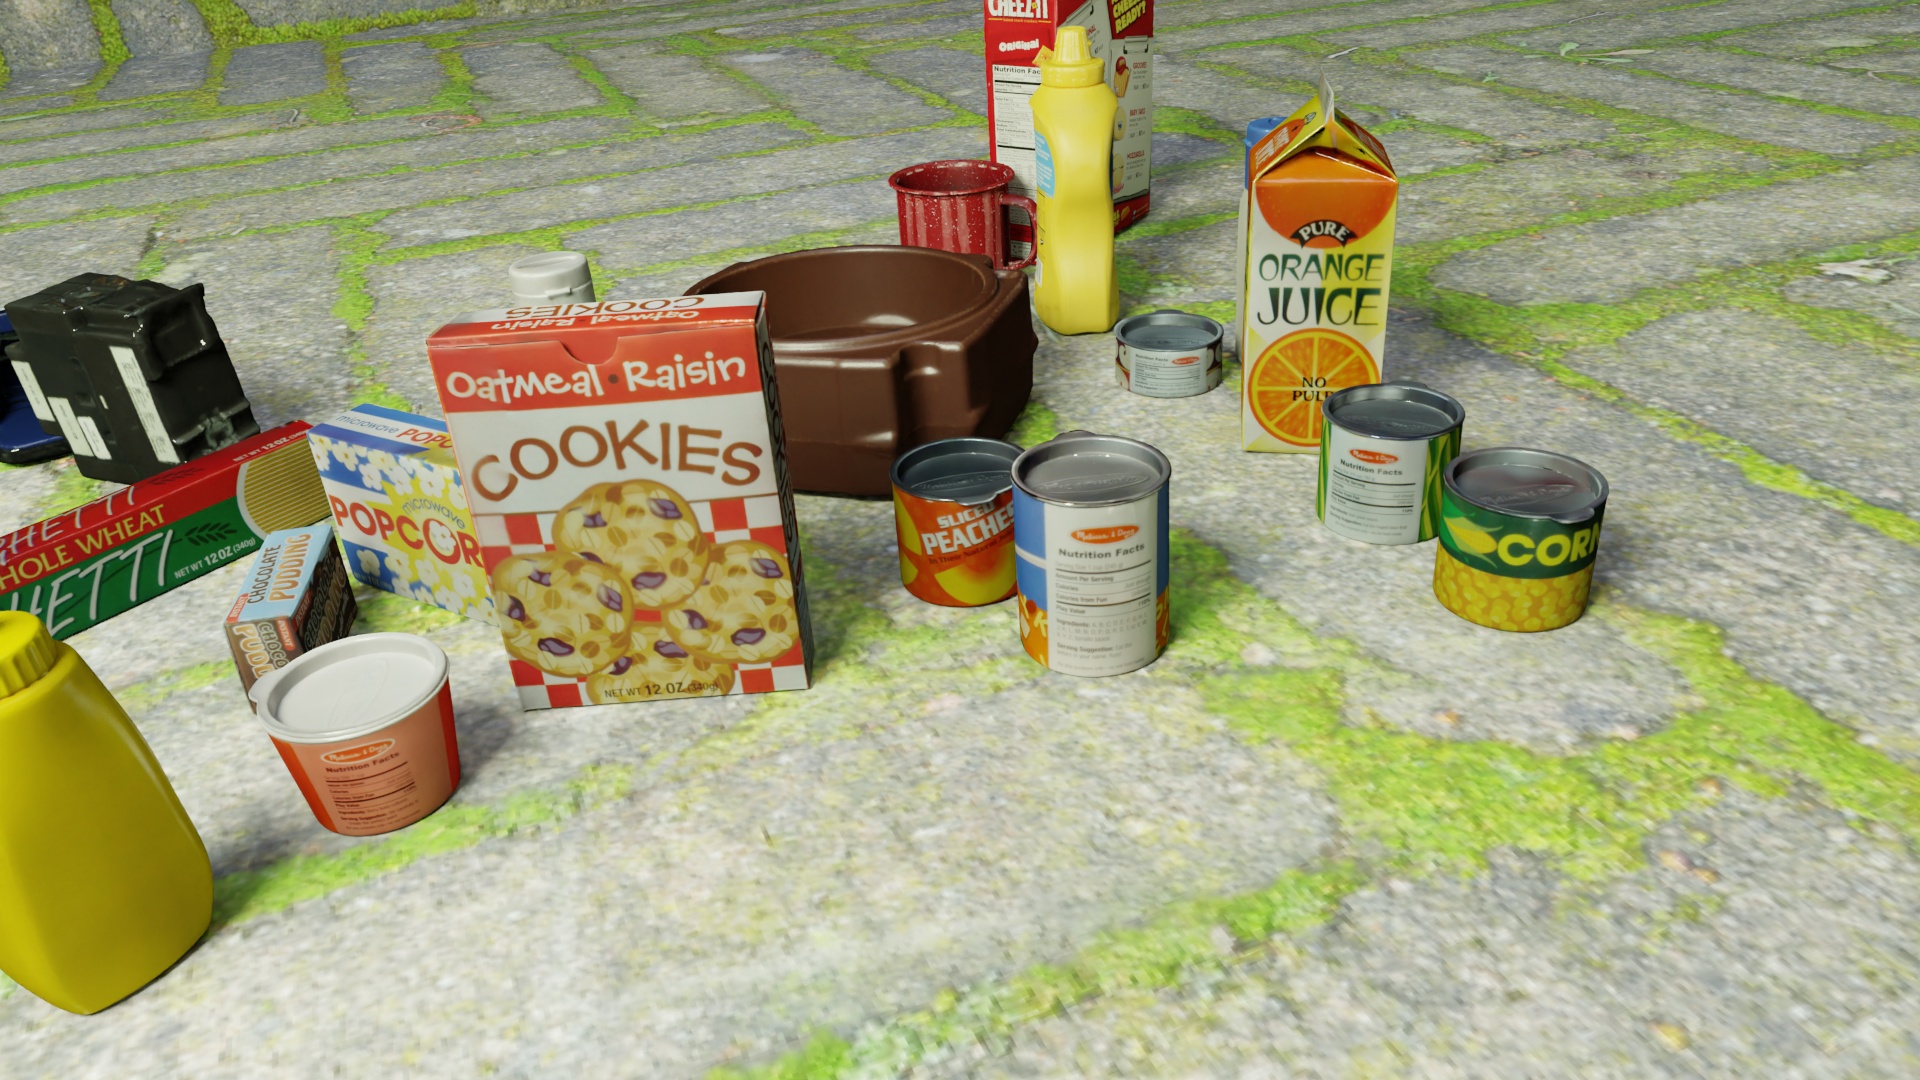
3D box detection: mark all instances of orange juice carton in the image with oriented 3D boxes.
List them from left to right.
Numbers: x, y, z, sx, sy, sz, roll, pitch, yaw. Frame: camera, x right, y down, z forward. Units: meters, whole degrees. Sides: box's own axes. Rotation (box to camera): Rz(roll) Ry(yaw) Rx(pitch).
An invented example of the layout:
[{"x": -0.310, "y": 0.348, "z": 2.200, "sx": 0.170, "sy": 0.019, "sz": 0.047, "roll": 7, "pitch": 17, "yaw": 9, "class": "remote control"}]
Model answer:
[{"x": 0.188, "y": -0.147, "z": 0.738, "sx": 0.073, "sy": 0.191, "sz": 0.072, "roll": 2, "pitch": 29, "yaw": 10, "class": "orange juice carton"}]

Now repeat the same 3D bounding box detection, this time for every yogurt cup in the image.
[{"x": -0.225, "y": 0.075, "z": 0.531, "sx": 0.072, "sy": 0.053, "sz": 0.073, "roll": -3, "pitch": 29, "yaw": 2, "class": "yogurt cup"}]

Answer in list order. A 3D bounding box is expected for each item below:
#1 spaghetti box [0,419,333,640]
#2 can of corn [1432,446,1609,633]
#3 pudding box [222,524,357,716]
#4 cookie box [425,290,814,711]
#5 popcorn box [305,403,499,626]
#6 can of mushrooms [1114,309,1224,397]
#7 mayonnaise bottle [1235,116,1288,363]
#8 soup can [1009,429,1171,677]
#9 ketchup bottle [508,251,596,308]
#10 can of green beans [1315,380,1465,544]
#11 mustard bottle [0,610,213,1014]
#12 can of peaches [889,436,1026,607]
[{"x": -0.422, "y": 0.011, "z": 0.675, "sx": 0.029, "sy": 0.050, "sz": 0.251, "roll": 16, "pitch": 34, "yaw": 32, "class": "spaghetti box"}, {"x": 0.243, "y": 0.000, "z": 0.604, "sx": 0.071, "sy": 0.058, "sz": 0.071, "roll": -3, "pitch": 29, "yaw": 2, "class": "can of corn"}, {"x": -0.297, "y": 0.033, "z": 0.619, "sx": 0.030, "sy": 0.049, "sz": 0.084, "roll": -8, "pitch": 29, "yaw": -8, "class": "pudding box"}, {"x": -0.130, "y": -0.013, "z": 0.561, "sx": 0.123, "sy": 0.166, "sz": 0.040, "roll": -4, "pitch": 29, "yaw": 0, "class": "cookie box"}, {"x": -0.244, "y": -0.012, "z": 0.658, "sx": 0.127, "sy": 0.084, "sz": 0.038, "roll": 13, "pitch": 33, "yaw": 28, "class": "popcorn box"}, {"x": 0.128, "y": -0.115, "z": 0.852, "sx": 0.071, "sy": 0.033, "sz": 0.071, "roll": -3, "pitch": 29, "yaw": 2, "class": "can of mushrooms"}, {"x": 0.189, "y": -0.177, "z": 0.839, "sx": 0.041, "sy": 0.147, "sz": 0.065, "roll": -4, "pitch": 29, "yaw": -1, "class": "mayonnaise bottle"}, {"x": 0.056, "y": 0.005, "z": 0.593, "sx": 0.071, "sy": 0.083, "sz": 0.072, "roll": -3, "pitch": 29, "yaw": 2, "class": "soup can"}, {"x": -0.187, "y": -0.065, "z": 0.682, "sx": 0.065, "sy": 0.148, "sz": 0.043, "roll": -16, "pitch": 31, "yaw": -20, "class": "ketchup bottle"}, {"x": 0.208, "y": -0.038, "z": 0.677, "sx": 0.071, "sy": 0.057, "sz": 0.071, "roll": -3, "pitch": 29, "yaw": 2, "class": "can of green beans"}, {"x": -0.289, "y": 0.072, "z": 0.434, "sx": 0.049, "sy": 0.159, "sz": 0.065, "roll": 12, "pitch": 33, "yaw": 27, "class": "mustard bottle"}, {"x": 0.002, "y": -0.008, "z": 0.649, "sx": 0.071, "sy": 0.057, "sz": 0.071, "roll": -3, "pitch": 29, "yaw": 2, "class": "can of peaches"}]
